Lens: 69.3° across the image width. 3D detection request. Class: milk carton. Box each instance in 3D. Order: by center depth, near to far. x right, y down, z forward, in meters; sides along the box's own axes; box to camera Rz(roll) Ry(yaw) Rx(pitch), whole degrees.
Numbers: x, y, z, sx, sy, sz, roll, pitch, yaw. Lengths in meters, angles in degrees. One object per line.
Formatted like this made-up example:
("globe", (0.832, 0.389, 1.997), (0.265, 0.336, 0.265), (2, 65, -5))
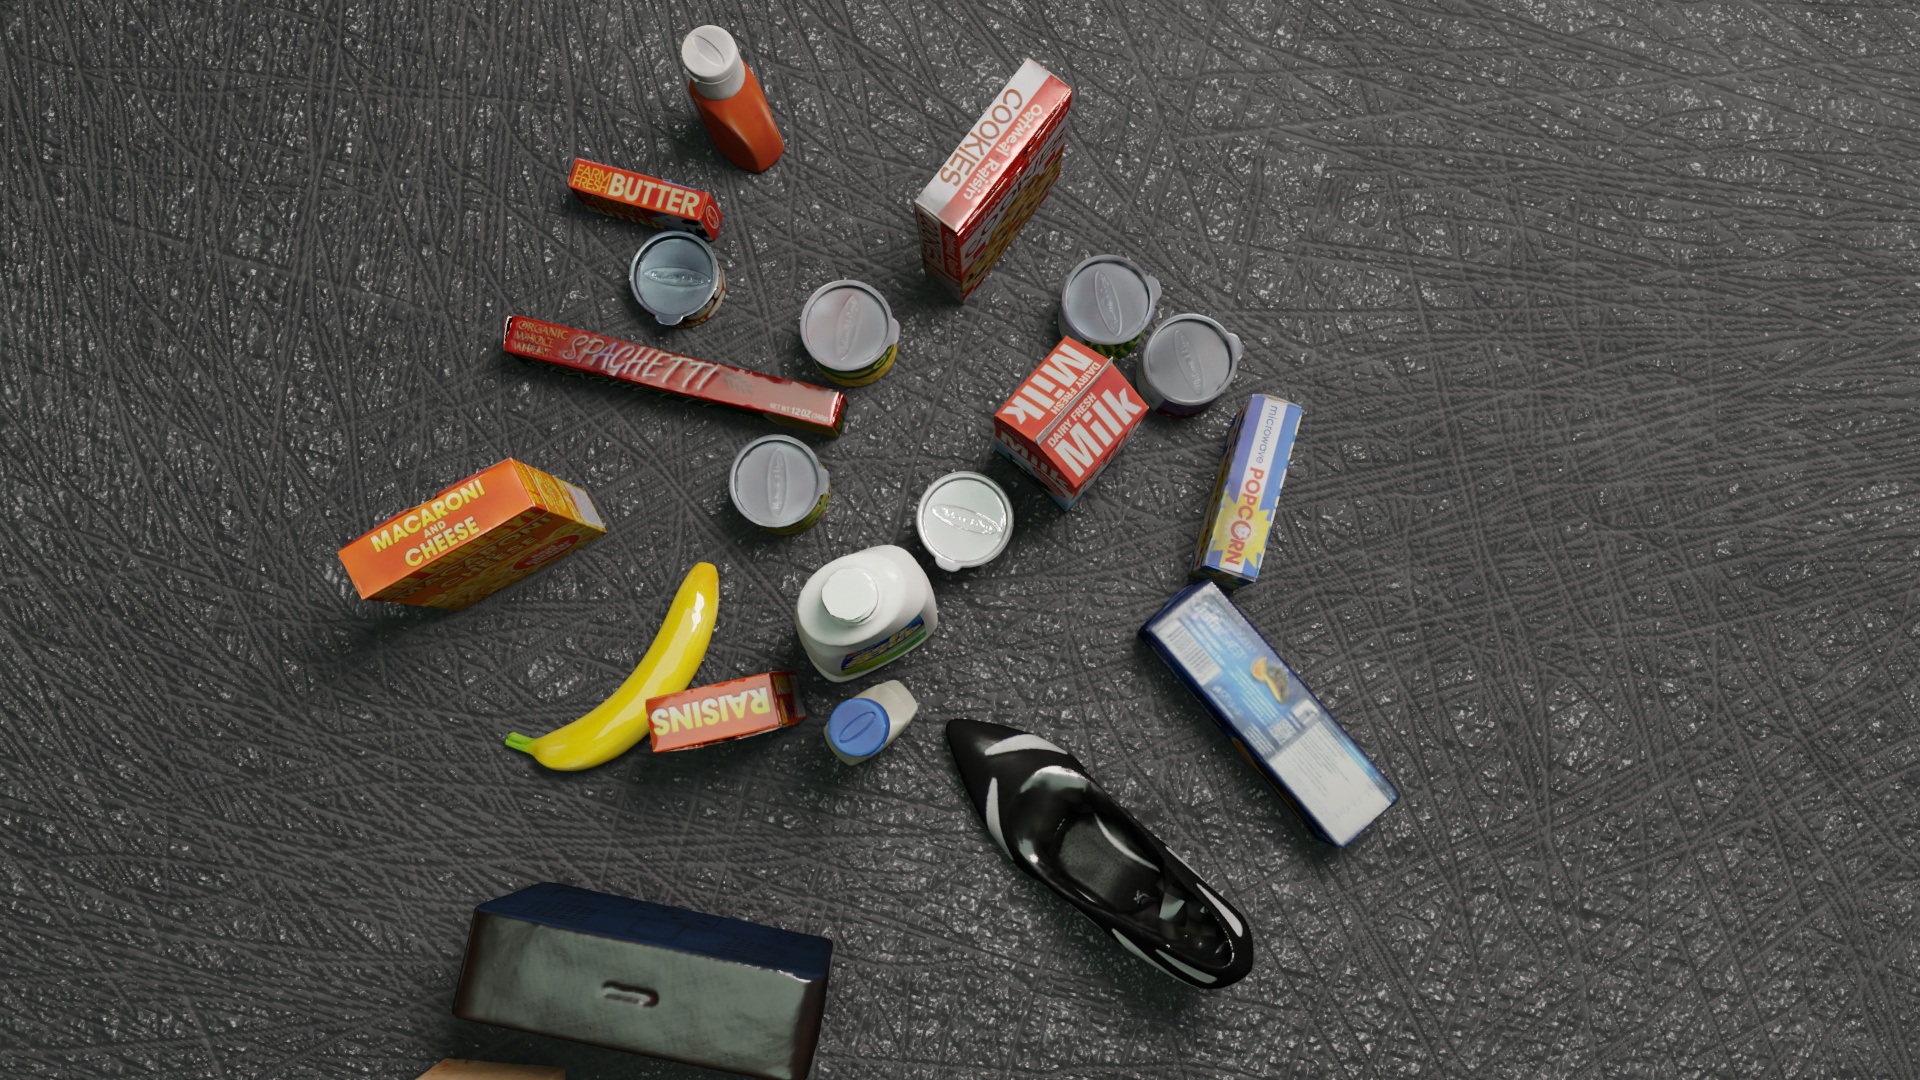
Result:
("milk carton", (0.072, -0.077, 0.933), (0.073, 0.190, 0.072), (42, 86, 5))

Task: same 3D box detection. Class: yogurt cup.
("yogurt cup", (0.004, -0.012, 0.996), (0.072, 0.054, 0.072), (0, 84, 1))

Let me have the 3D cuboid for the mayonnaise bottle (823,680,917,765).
("mayonnaise bottle", (-0.063, 0.123, 0.934), (0.065, 0.148, 0.041), (-39, 85, -3))

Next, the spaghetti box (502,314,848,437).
("spaghetti box", (-0.207, -0.119, 1.013), (0.250, 0.050, 0.028), (13, 84, 2))

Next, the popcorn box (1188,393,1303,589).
("popcorn box", (0.200, -0.033, 0.979), (0.038, 0.085, 0.127), (16, 84, 3))

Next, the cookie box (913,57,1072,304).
("cookie box", (0.023, -0.243, 0.964), (0.040, 0.167, 0.123), (37, 86, 4))

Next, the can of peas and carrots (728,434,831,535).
("can of peas and carrots", (-0.126, -0.039, 0.998), (0.071, 0.058, 0.071), (0, 84, 1))

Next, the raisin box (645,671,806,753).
("raisin box", (-0.158, 0.117, 0.948), (0.086, 0.123, 0.040), (-12, 84, 0))

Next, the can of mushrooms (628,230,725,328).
("can of mushrooms", (-0.210, -0.190, 1.029), (0.071, 0.033, 0.071), (0, 84, 1))

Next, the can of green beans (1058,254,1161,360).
("can of green beans", (0.105, -0.167, 1.010), (0.071, 0.058, 0.071), (0, 84, 1))

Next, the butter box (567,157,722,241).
("butter box", (-0.232, -0.251, 1.027), (0.103, 0.053, 0.024), (15, 85, 3))

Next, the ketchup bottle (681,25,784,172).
("ketchup bottle", (-0.165, -0.313, 0.985), (0.065, 0.148, 0.043), (43, 86, 5))

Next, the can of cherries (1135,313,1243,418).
("can of cherries", (0.165, -0.125, 1.004), (0.071, 0.058, 0.071), (0, 84, 1))

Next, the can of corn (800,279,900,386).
("can of corn", (-0.077, -0.149, 1.010), (0.071, 0.058, 0.071), (0, 84, 1))

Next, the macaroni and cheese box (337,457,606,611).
("macaroni and cheese box", (-0.325, -0.001, 0.942), (0.124, 0.166, 0.040), (-29, 84, -2))
